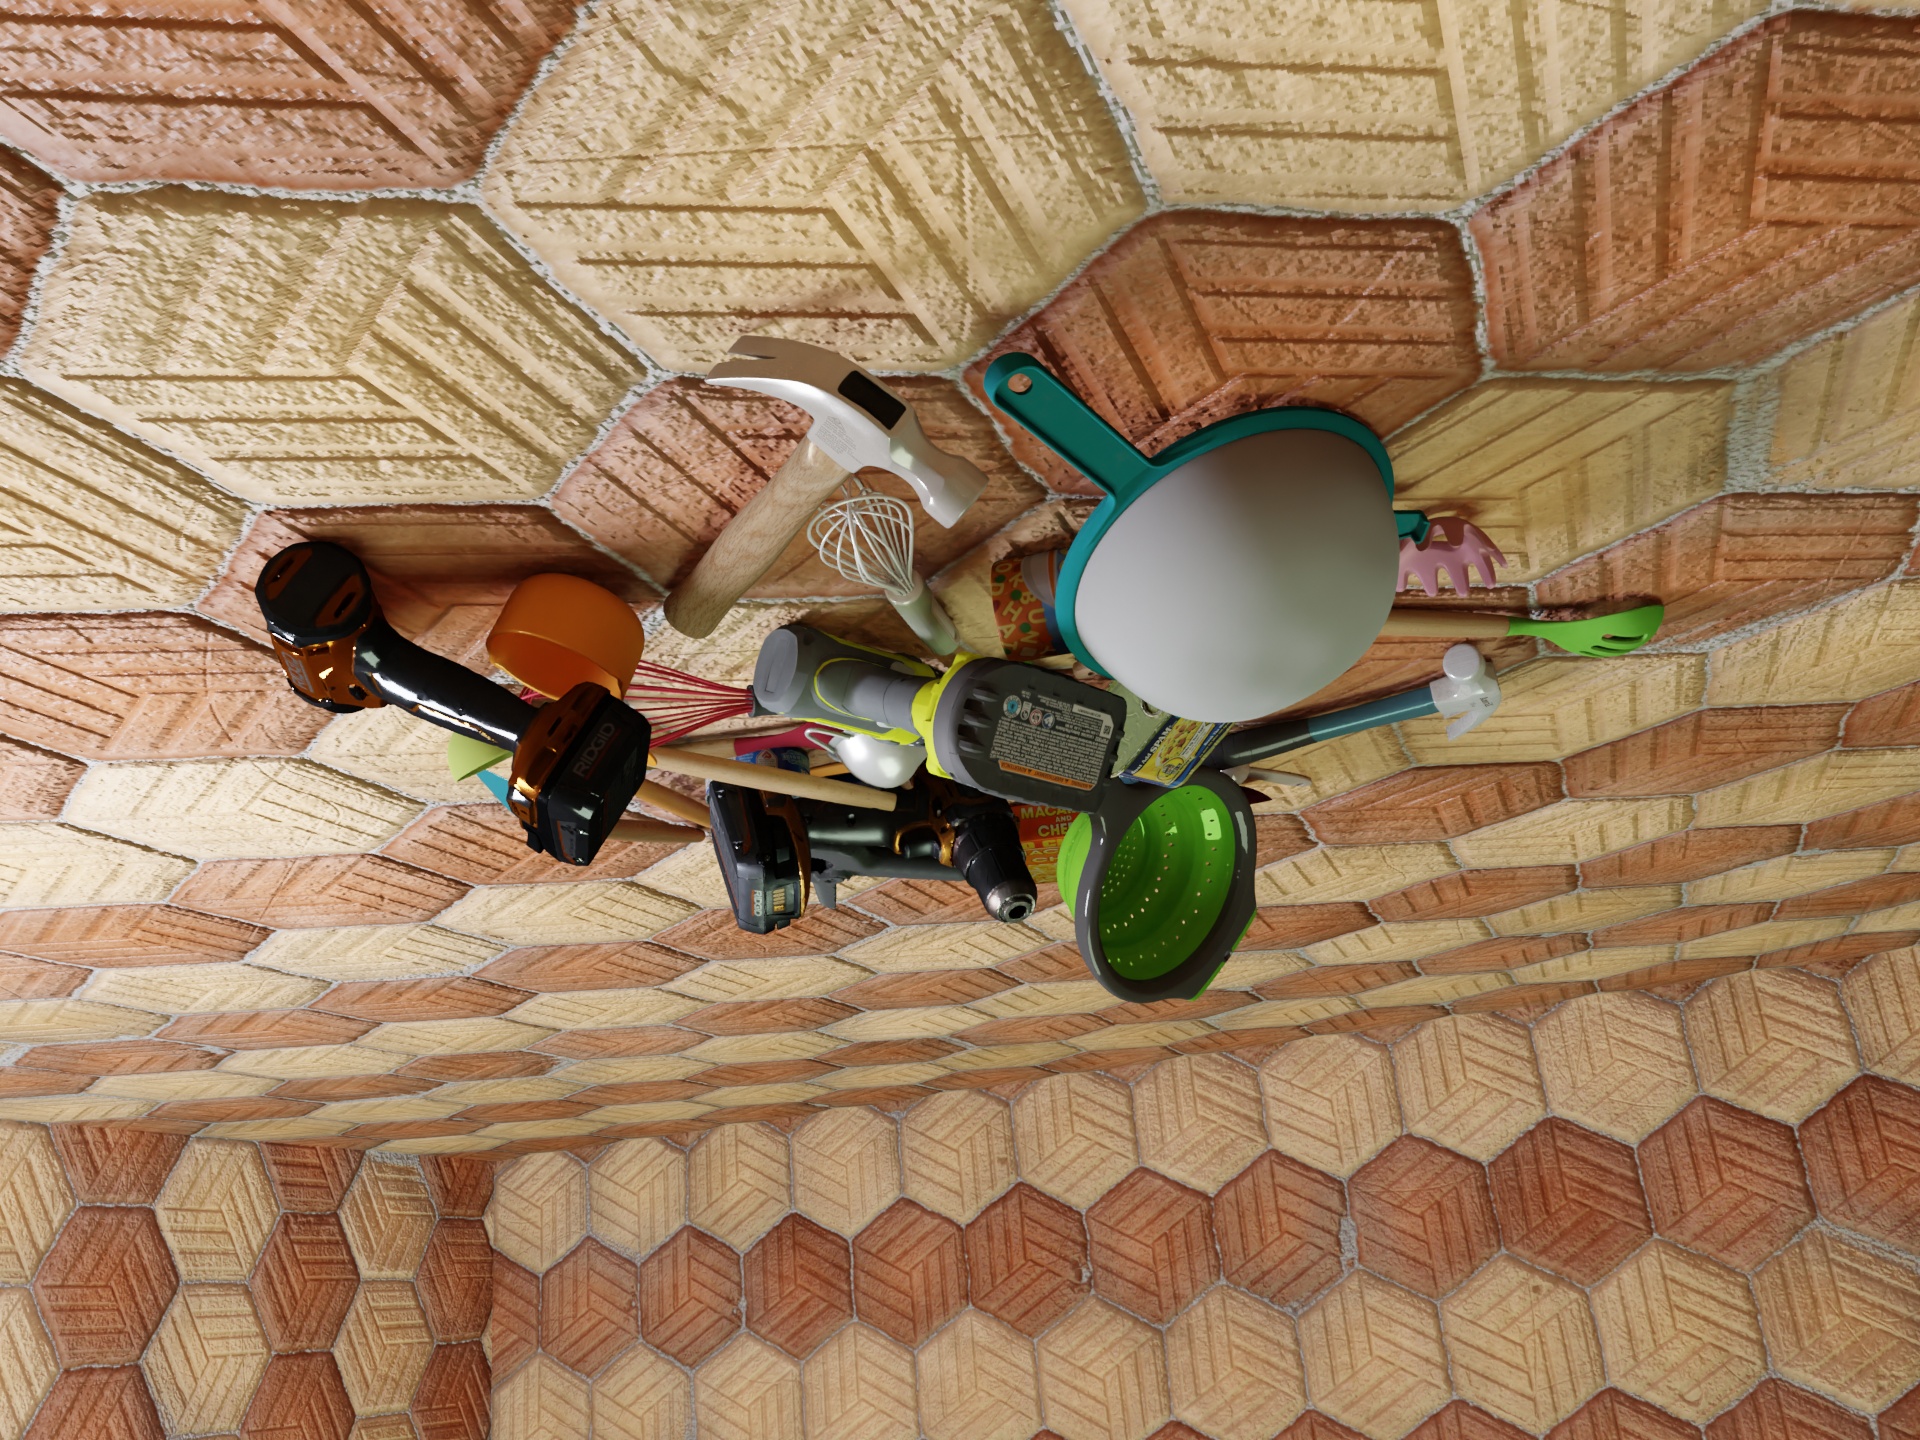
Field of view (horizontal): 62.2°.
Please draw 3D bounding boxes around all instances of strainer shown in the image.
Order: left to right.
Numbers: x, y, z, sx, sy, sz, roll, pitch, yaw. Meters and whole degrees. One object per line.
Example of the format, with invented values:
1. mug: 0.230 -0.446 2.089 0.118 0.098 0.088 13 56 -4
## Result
1. strainer: 0.001 0.020 1.213 0.258 0.050 0.087 -5 160 -35
2. strainer: 0.129 -0.085 0.846 0.211 0.095 0.340 -39 143 19

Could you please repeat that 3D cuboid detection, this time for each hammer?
1. hammer: -0.106 -0.105 0.848 0.130 0.031 0.331 40 154 -11
2. hammer: 0.276 0.011 1.307 0.331 0.033 0.128 -16 156 26

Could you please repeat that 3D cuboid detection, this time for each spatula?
1. spatula: -0.286 0.079 1.301 0.082 0.044 0.317 22 -179 20
2. spatula: -0.218 0.090 1.355 0.081 0.041 0.322 -10 164 13

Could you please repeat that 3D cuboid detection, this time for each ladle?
1. ladle: -0.205 0.042 1.148 0.320 0.062 0.078 11 176 -10
2. ladle: -0.197 0.022 1.228 0.315 0.031 0.069 -8 156 11

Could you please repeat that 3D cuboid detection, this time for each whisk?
1. whisk: -0.165 -0.012 1.106 0.295 0.073 0.073 -3 160 -23
2. whisk: -0.036 -0.084 0.962 0.059 0.058 0.246 -18 162 8

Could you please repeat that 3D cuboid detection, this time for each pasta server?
1. pasta server: 0.207 -0.073 1.064 0.316 0.040 0.060 -19 143 35

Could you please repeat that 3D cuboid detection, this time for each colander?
1. colander: 0.110 0.076 1.285 0.095 0.204 0.396 21 157 47

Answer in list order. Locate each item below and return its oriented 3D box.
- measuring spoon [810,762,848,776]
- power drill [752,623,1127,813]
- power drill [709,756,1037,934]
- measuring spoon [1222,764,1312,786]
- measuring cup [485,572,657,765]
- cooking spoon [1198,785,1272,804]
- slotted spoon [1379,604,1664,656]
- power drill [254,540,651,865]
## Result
1. measuring spoon: -0.115 0.047 1.328 0.117 0.011 0.021 -11 158 15
2. power drill: -0.002 -0.003 1.033 0.190 0.080 0.229 15 180 -38
3. power drill: -0.062 0.097 1.201 0.226 0.186 0.084 -9 130 -17
4. measuring spoon: 0.278 0.056 1.445 0.124 0.018 0.034 9 154 -36
5. measuring cup: -0.223 -0.030 0.996 0.095 0.052 0.173 8 154 22
6. cooking spoon: 0.125 0.063 1.416 0.318 0.017 0.069 1 -170 -13
7. slotted spoon: 0.364 -0.067 1.135 0.313 0.031 0.070 1 158 -14
8. power drill: -0.303 -0.004 0.951 0.226 0.084 0.164 30 155 -1
